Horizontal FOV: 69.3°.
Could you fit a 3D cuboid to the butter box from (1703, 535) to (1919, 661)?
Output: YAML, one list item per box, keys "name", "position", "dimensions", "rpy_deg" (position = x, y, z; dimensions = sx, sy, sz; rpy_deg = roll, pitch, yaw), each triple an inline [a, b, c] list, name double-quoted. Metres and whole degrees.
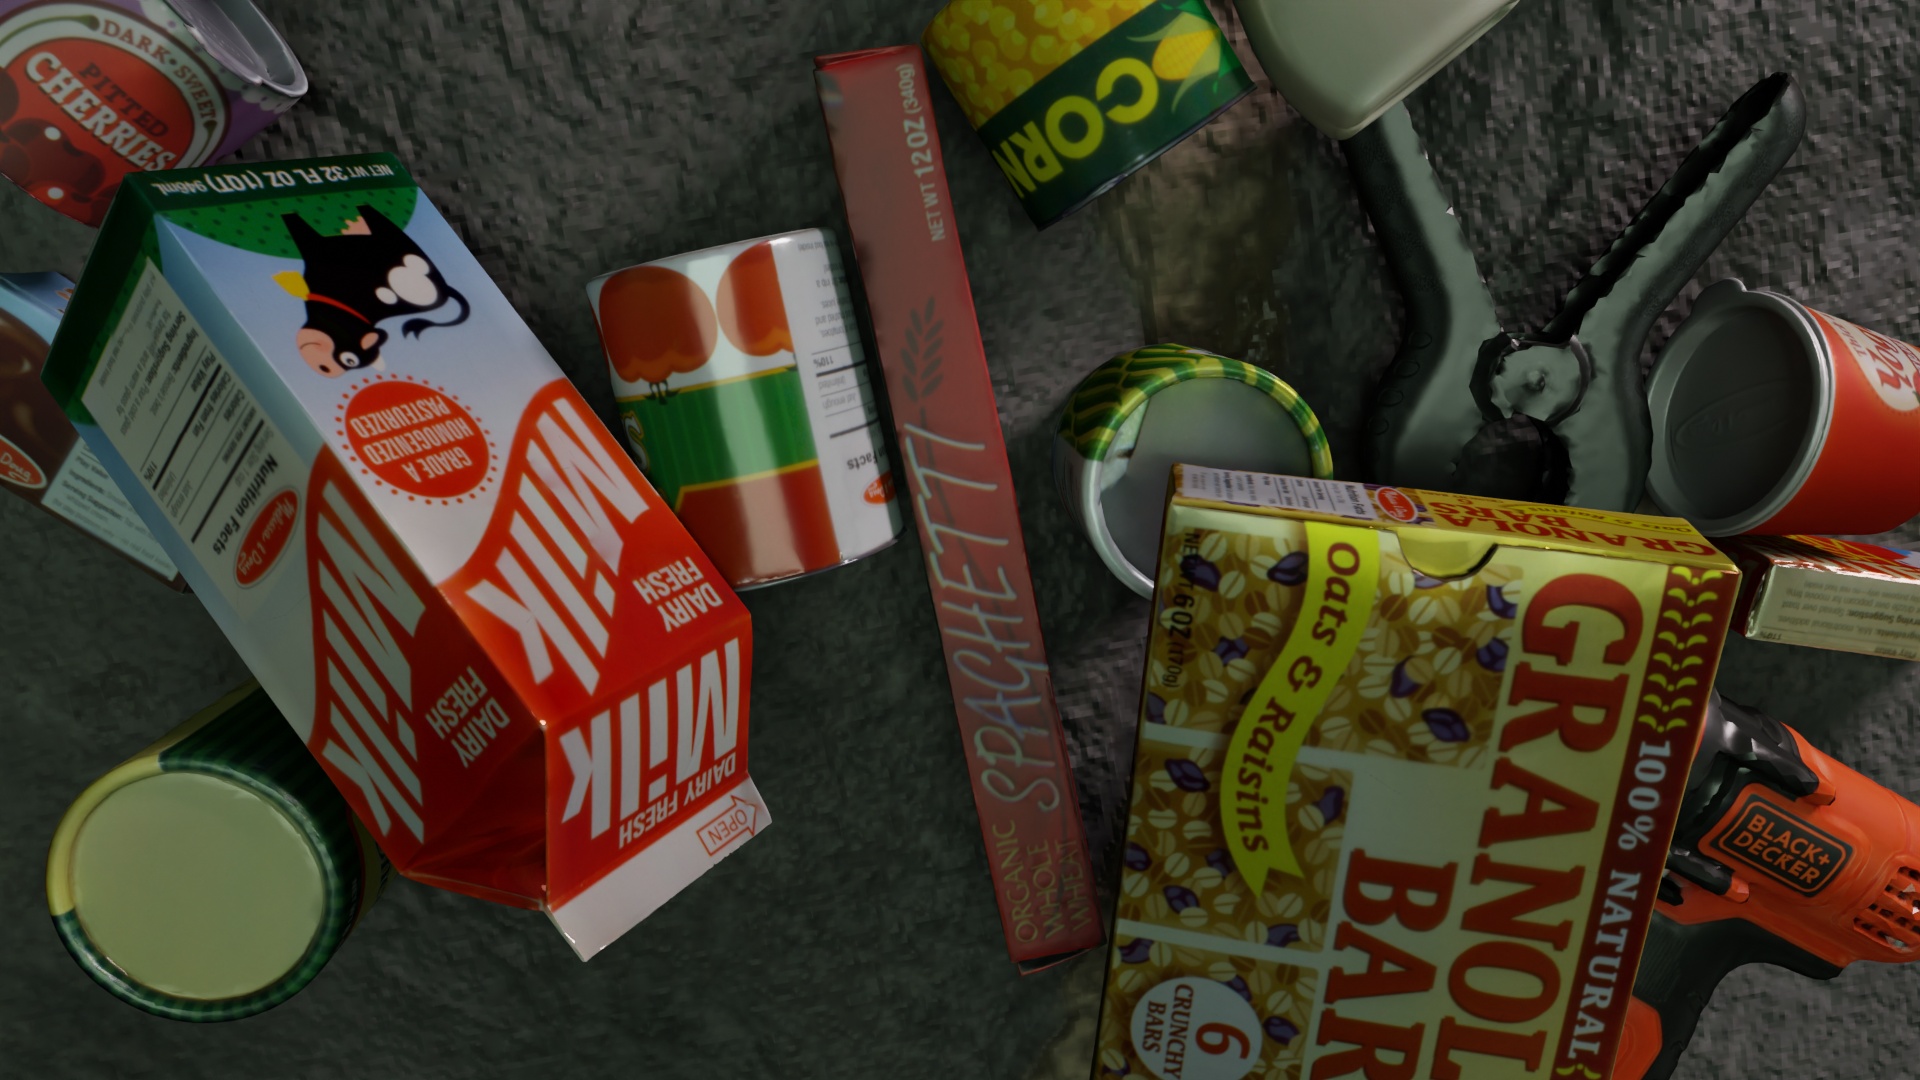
- name: "butter box"
  position: [0.262, 0.016, 0.401]
  dimensions: [0.103, 0.053, 0.024]
  rpy_deg: [8, 104, -4]

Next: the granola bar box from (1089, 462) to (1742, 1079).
- name: "granola bar box"
  position: [0.102, 0.071, 0.341]
  dimensions: [0.124, 0.039, 0.165]
  rpy_deg: [7, 106, 7]

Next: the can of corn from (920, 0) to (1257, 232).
- name: "can of corn"
  position: [0.031, -0.120, 0.352]
  dimensions: [0.071, 0.071, 0.058]
  rpy_deg: [-34, 100, 3]

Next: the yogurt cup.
- name: "yogurt cup"
  position: [0.233, -0.032, 0.386]
  dimensions: [0.054, 0.072, 0.072]
  rpy_deg: [7, 101, -13]

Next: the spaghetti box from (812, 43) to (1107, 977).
- name: "spaghetti box"
  position: [0.001, -0.005, 0.382]
  dimensions: [0.029, 0.050, 0.249]
  rpy_deg: [-12, 102, 0]

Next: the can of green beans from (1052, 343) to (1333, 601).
- name: "can of green beans"
  position: [0.061, -0.019, 0.379]
  dimensions: [0.071, 0.058, 0.071]
  rpy_deg: [-1, 101, -4]

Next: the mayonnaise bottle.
- name: "mayonnaise bottle"
  position: [0.072, -0.175, 0.344]
  dimensions: [0.065, 0.041, 0.148]
  rpy_deg: [-38, 86, 4]

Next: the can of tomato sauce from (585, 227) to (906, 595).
- name: "can of tomato sauce"
  position: [-0.057, -0.034, 0.365]
  dimensions: [0.071, 0.071, 0.083]
  rpy_deg: [-13, 101, -1]

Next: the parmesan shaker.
- name: "parmesan shaker"
  position: [-0.174, 0.071, 0.358]
  dimensions: [0.071, 0.103, 0.071]
  rpy_deg: [-1, 102, -3]

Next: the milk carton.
- name: "milk carton"
  position: [-0.122, 0.006, 0.330]
  dimensions: [0.073, 0.072, 0.190]
  rpy_deg: [-42, 83, 33]

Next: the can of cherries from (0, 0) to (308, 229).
- name: "can of cherries"
  position: [-0.206, -0.117, 0.337]
  dimensions: [0.058, 0.071, 0.071]
  rpy_deg: [-37, 101, 4]

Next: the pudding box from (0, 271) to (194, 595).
- name: "pudding box"
  position: [-0.227, -0.030, 0.373]
  dimensions: [0.083, 0.030, 0.049]
  rpy_deg: [33, 98, -9]
